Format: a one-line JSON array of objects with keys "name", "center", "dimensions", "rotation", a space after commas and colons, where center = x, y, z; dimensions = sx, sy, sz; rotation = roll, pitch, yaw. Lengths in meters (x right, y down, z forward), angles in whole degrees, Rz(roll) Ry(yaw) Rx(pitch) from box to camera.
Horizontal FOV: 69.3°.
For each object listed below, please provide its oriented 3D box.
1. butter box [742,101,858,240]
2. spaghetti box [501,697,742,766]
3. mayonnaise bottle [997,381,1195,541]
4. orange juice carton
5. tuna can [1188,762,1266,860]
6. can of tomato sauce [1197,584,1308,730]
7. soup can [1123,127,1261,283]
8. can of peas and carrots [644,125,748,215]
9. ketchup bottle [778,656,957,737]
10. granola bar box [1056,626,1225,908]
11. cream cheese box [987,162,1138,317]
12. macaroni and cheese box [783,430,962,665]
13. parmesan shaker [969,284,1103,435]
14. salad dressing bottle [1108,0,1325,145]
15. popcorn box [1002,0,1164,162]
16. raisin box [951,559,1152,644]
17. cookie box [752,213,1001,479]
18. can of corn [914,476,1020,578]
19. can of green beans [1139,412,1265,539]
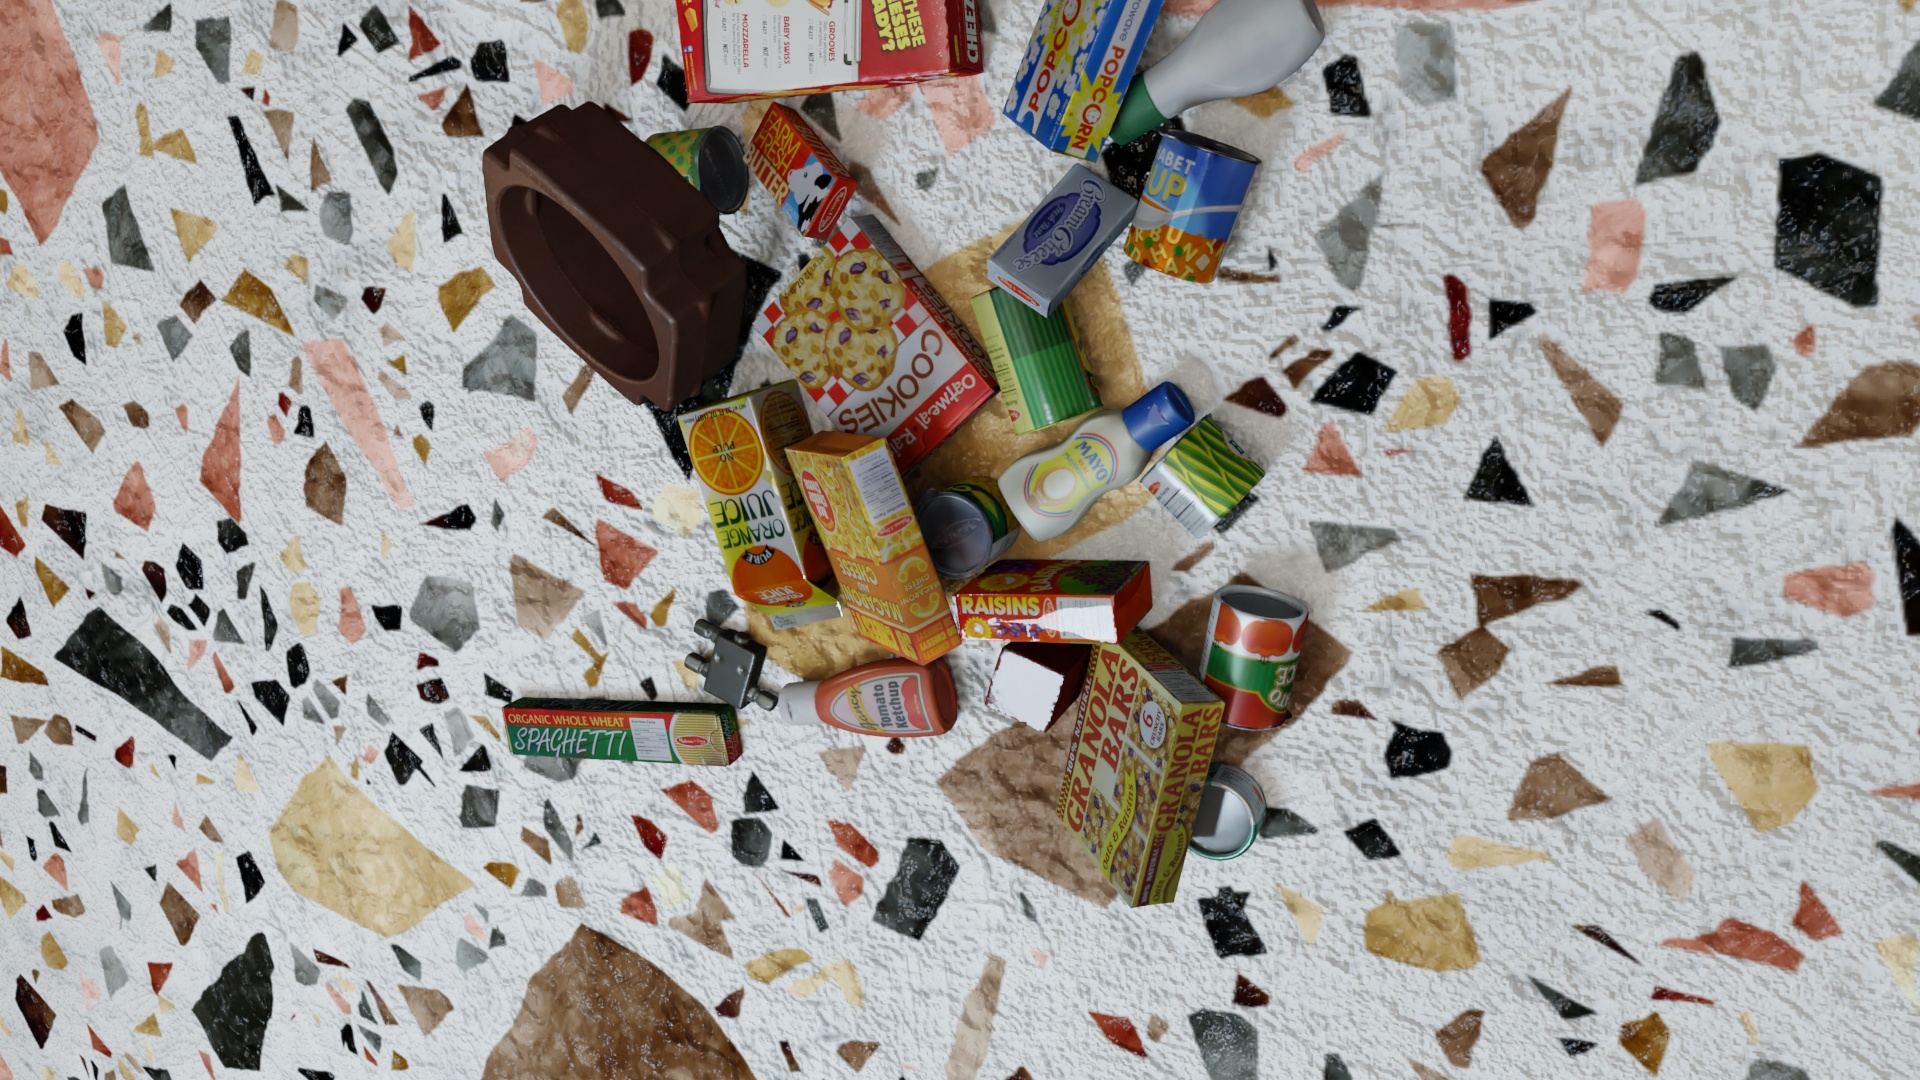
[{"name": "butter box", "center": [-0.120, -0.273, 1.026], "dimensions": [0.053, 0.024, 0.104], "rotation": [-54, 56, 28]}, {"name": "spaghetti box", "center": [-0.311, 0.172, 1.263], "dimensions": [0.250, 0.029, 0.050], "rotation": [-1, 104, 26]}, {"name": "mayonnaise bottle", "center": [0.099, -0.060, 0.995], "dimensions": [0.147, 0.041, 0.065], "rotation": [-35, 87, 30]}, {"name": "orange juice carton", "center": [-0.149, -0.023, 1.105], "dimensions": [0.071, 0.073, 0.192], "rotation": [-12, 100, 28]}, {"name": "tuna can", "center": [0.190, 0.203, 1.033], "dimensions": [0.071, 0.033, 0.071], "rotation": [7, 107, 23]}, {"name": "can of tomato sauce", "center": [0.205, 0.081, 0.972], "dimensions": [0.071, 0.071, 0.082], "rotation": [15, 110, 21]}, {"name": "soup can", "center": [0.148, -0.220, 0.910], "dimensions": [0.071, 0.071, 0.083], "rotation": [26, 115, 16]}, {"name": "can of peas and carrots", "center": [-0.205, -0.278, 1.060], "dimensions": [0.059, 0.071, 0.070], "rotation": [2, 106, 26]}, {"name": "ketchup bottle", "center": [-0.077, 0.130, 1.133], "dimensions": [0.148, 0.044, 0.064], "rotation": [-7, 102, 27]}, {"name": "granola bar box", "center": [0.127, 0.160, 1.008], "dimensions": [0.124, 0.039, 0.164], "rotation": [-135, 51, -57]}, {"name": "cream cheese box", "center": [0.069, -0.205, 0.942], "dimensions": [0.053, 0.024, 0.104], "rotation": [36, 72, 13]}, {"name": "macaroni and cheese box", "center": [-0.066, 0.002, 1.043], "dimensions": [0.124, 0.040, 0.166], "rotation": [14, 128, 63]}, {"name": "parmesan shaker", "center": [0.055, -0.133, 0.979], "dimensions": [0.071, 0.071, 0.103], "rotation": [-16, 97, 28]}, {"name": "salad dressing bottle", "center": [0.158, -0.306, 0.896], "dimensions": [0.147, 0.044, 0.064], "rotation": [-23, 97, 30]}, {"name": "popcorn box", "center": [0.081, -0.322, 0.906], "dimensions": [0.085, 0.038, 0.126], "rotation": [56, 130, 50]}, {"name": "raisin box", "center": [0.068, 0.043, 1.014], "dimensions": [0.123, 0.086, 0.040], "rotation": [-1, 106, 25]}, {"name": "cookie box", "center": [-0.062, -0.141, 1.048], "dimensions": [0.122, 0.040, 0.167], "rotation": [-41, 85, 28]}, {"name": "can of corn", "center": [0.004, -0.013, 1.044], "dimensions": [0.071, 0.058, 0.071], "rotation": [7, 108, 24]}, {"name": "can of green beans", "center": [0.167, -0.043, 0.954], "dimensions": [0.058, 0.071, 0.071], "rotation": [46, 118, 6]}]
